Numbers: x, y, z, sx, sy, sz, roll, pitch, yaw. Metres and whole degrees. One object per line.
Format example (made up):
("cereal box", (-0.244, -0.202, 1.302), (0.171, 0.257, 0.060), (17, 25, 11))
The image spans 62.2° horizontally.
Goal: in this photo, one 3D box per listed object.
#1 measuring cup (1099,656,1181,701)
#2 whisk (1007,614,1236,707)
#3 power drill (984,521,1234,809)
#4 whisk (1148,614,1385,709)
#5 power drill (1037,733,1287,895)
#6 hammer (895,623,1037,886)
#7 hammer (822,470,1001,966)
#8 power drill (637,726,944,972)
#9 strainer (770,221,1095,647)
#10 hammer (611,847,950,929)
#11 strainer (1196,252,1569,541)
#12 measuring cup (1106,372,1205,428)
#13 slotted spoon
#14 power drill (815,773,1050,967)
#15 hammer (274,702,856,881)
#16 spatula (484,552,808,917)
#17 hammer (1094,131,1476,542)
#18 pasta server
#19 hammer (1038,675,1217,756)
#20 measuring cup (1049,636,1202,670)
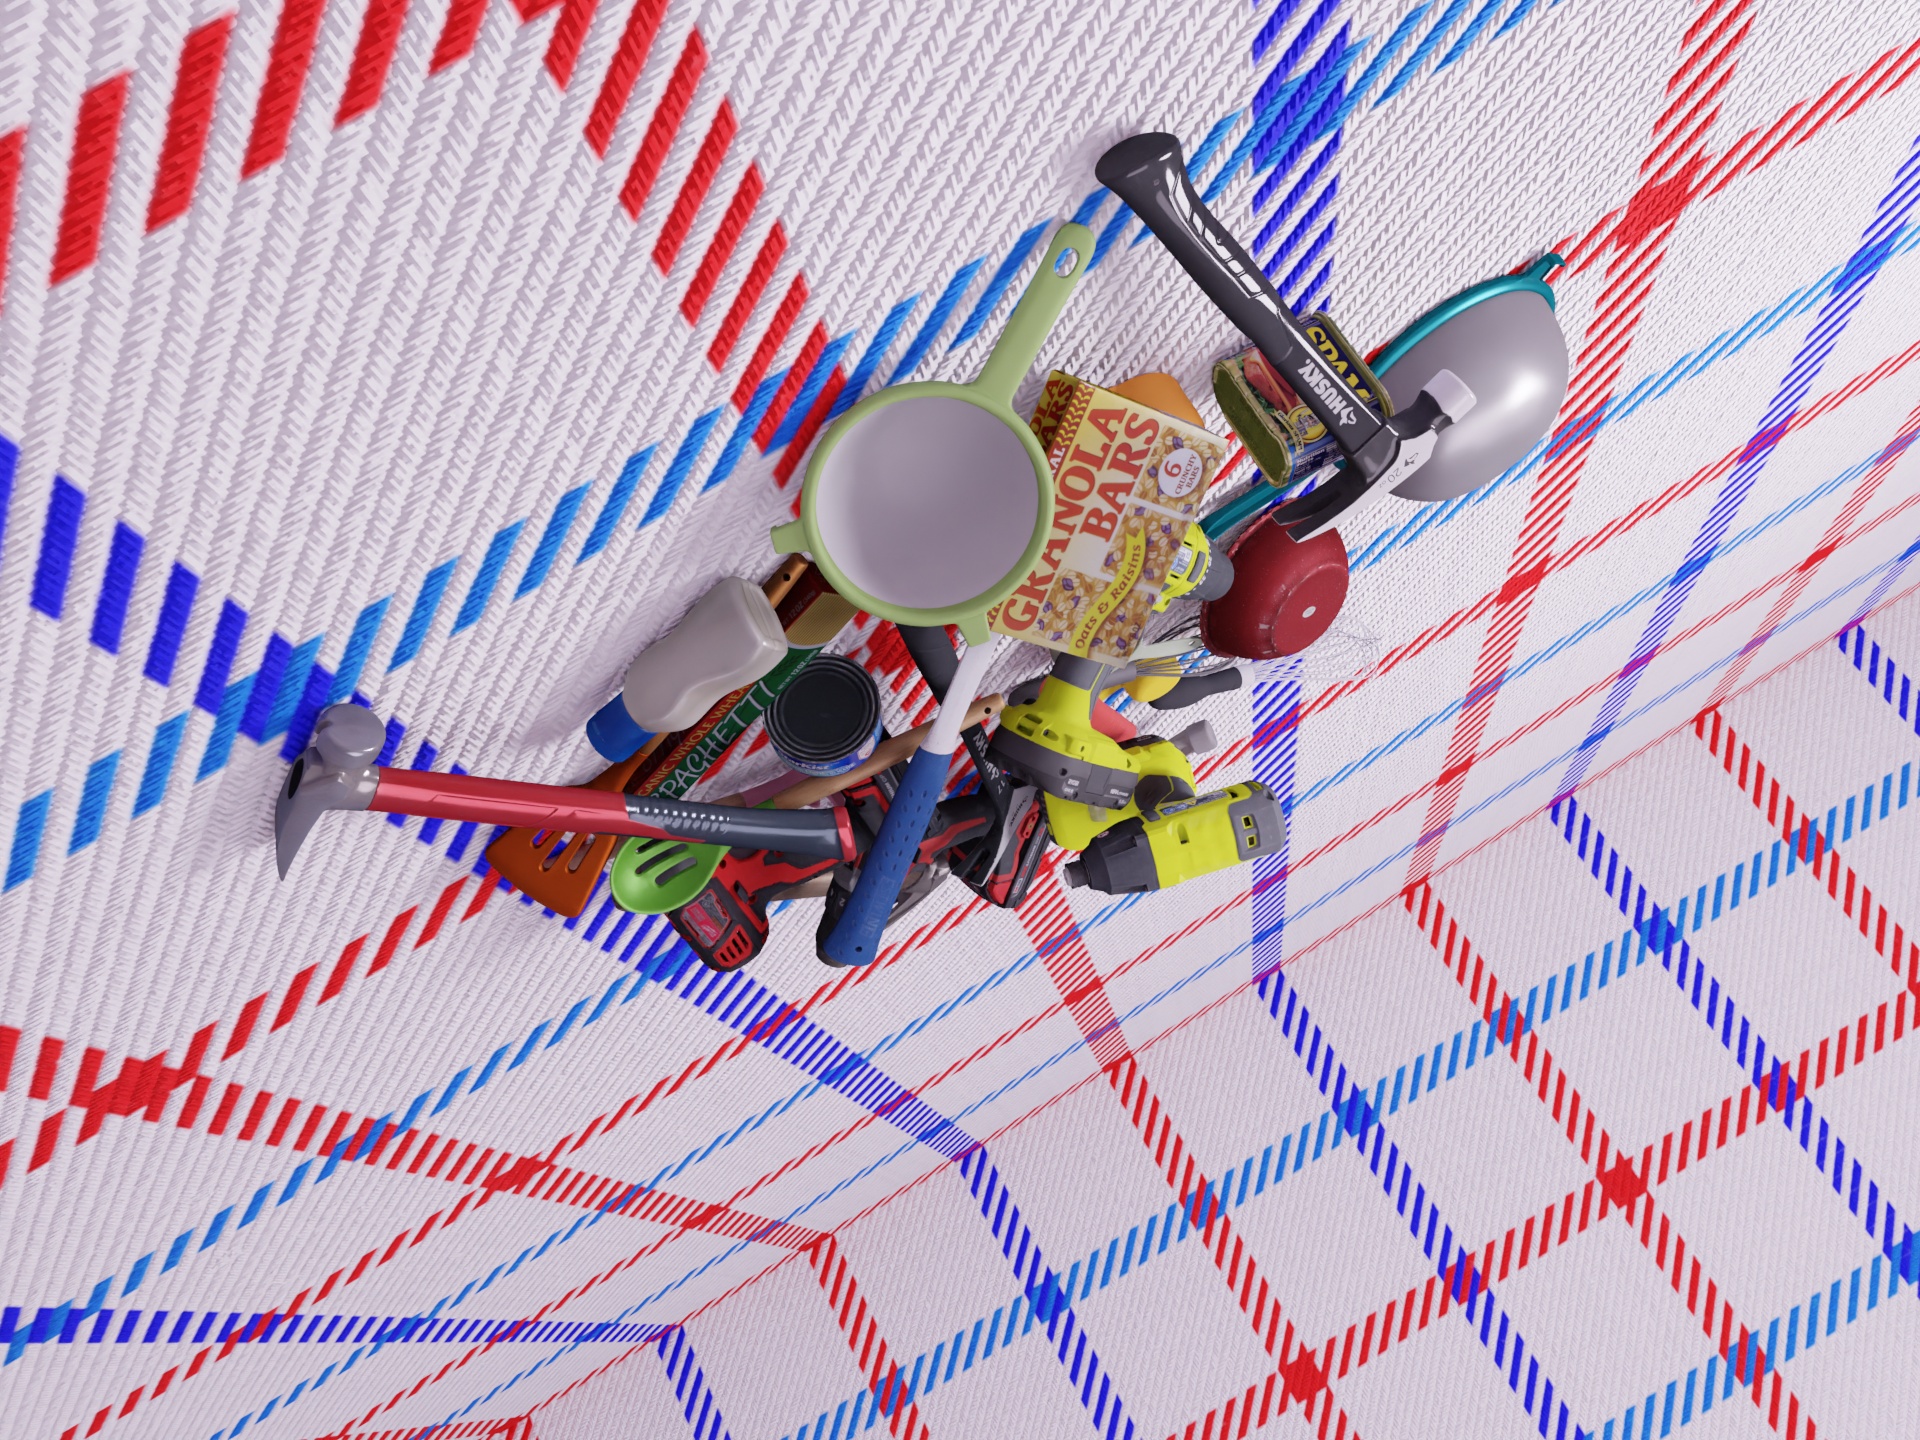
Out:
("measuring cup", (0.138, -0.012, 1.476), (0.156, 0.029, 0.062), (-35, 156, 5))
("whisk", (0.149, -0.048, 1.406), (0.239, 0.055, 0.055), (-17, 153, -20))
("power drill", (0.123, -0.053, 1.213), (0.190, 0.080, 0.228), (14, 100, -53))
("whisk", (0.306, -0.051, 1.578), (0.284, 0.070, 0.070), (-14, 152, -25))
("power drill", (0.146, 0.081, 1.300), (0.171, 0.080, 0.223), (-16, -168, -7))
("hammer", (-0.002, -0.004, 1.238), (0.149, 0.036, 0.408), (-62, 155, -19))
("hammer", (-0.007, 0.012, 1.133), (0.144, 0.035, 0.405), (8, 120, -29))
("power drill", (-0.137, 0.086, 1.220), (0.219, 0.079, 0.143), (-34, 125, -4))
("strainer", (0.004, -0.181, 0.946), (0.151, 0.069, 0.256), (25, 109, -18))
("hammer", (-0.156, 0.154, 1.449), (0.146, 0.038, 0.410), (-42, 154, 27))
("strainer", (0.350, -0.209, 1.259), (0.340, 0.095, 0.210), (-32, 157, -1))
("measuring cup", (0.091, -0.163, 1.090), (0.173, 0.052, 0.095), (-37, 156, 8))
("slotted spoon", (-0.110, 0.053, 1.157), (0.314, 0.031, 0.070), (-26, 116, -3))
("power drill", (-0.029, 0.132, 1.440), (0.226, 0.080, 0.188), (2, 116, -49))
("hammer", (-0.244, 0.070, 1.053), (0.386, 0.038, 0.143), (10, 137, -35))
("spatula", (-0.205, 0.007, 1.080), (0.322, 0.081, 0.041), (-46, -168, 23))
("hammer", (0.184, -0.231, 0.955), (0.146, 0.035, 0.334), (-44, 134, 14))
("pasta server", (-0.193, 0.075, 1.244), (0.316, 0.040, 0.060), (-19, 122, -22))
("hammer", (0.129, 0.013, 1.440), (0.149, 0.037, 0.358), (-22, 164, 15))
("measuring cup", (0.144, -0.072, 1.351), (0.167, 0.038, 0.083), (-8, 148, -41))
